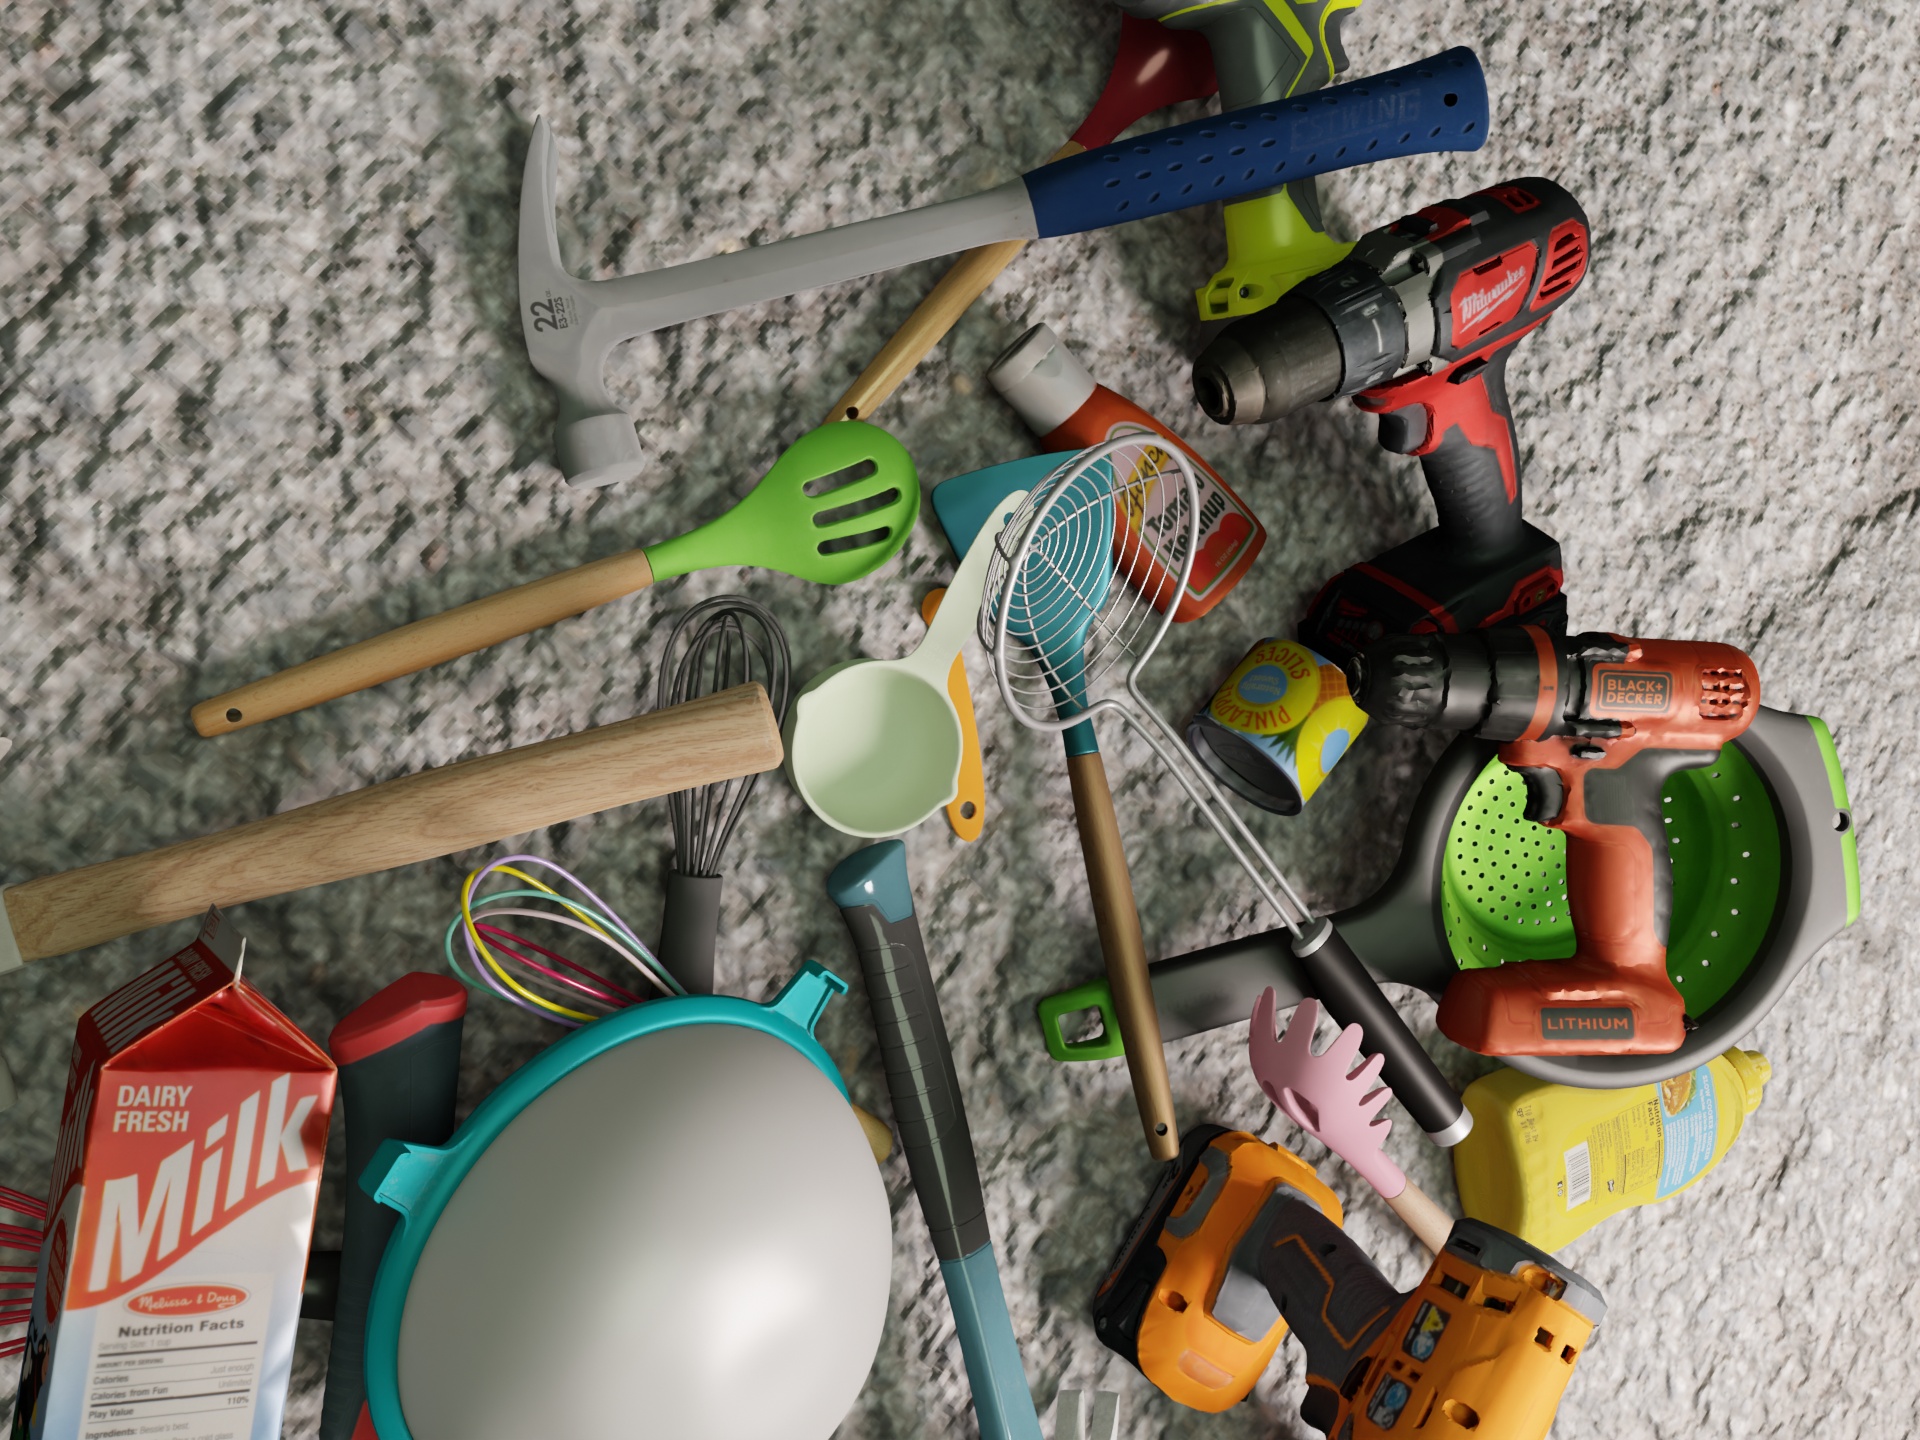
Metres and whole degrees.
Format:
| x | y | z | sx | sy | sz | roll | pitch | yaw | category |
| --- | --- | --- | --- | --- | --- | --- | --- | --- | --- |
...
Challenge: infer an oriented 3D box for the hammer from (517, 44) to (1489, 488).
| x | y | z | sx | sy | sz | roll | pitch | yaw | category |
| --- | --- | --- | --- | --- | --- | --- | --- | --- | --- |
| 0.017 | -0.215 | 0.655 | 0.405 | 0.035 | 0.144 | -15 | 95 | -3 | hammer |

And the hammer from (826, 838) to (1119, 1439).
| x | y | z | sx | sy | sz | roll | pitch | yaw | category |
| --- | --- | --- | --- | --- | --- | --- | --- | --- | --- |
| -0.002 | 0.216 | 0.690 | 0.128 | 0.033 | 0.331 | -12 | 88 | -54 | hammer |

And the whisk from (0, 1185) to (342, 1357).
| x | y | z | sx | sy | sz | roll | pitch | yaw | category |
| --- | --- | --- | --- | --- | --- | --- | --- | --- | --- |
| -0.298 | 0.206 | 0.584 | 0.295 | 0.073 | 0.073 | 13 | 85 | -28 | whisk |

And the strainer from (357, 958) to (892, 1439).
| x | y | z | sx | sy | sz | roll | pitch | yaw | category |
| --- | --- | --- | --- | --- | --- | --- | --- | --- | --- |
| -0.093 | 0.274 | 0.595 | 0.211 | 0.095 | 0.340 | -18 | 115 | -39 | strainer |

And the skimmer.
| x | y | z | sx | sy | sz | roll | pitch | yaw | category |
| --- | --- | --- | --- | --- | --- | --- | --- | --- | --- |
| 0.133 | 0.047 | 0.673 | 0.127 | 0.090 | 0.363 | -43 | 103 | -25 | skimmer |

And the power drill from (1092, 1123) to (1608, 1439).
| x | y | z | sx | sy | sz | roll | pitch | yaw | category |
| --- | --- | --- | --- | --- | --- | --- | --- | --- | --- |
| 0.146 | 0.269 | 0.665 | 0.084 | 0.226 | 0.164 | 36 | 78 | -18 | power drill |

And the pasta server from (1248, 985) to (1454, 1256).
| x | y | z | sx | sy | sz | roll | pitch | yaw | category |
| --- | --- | --- | --- | --- | --- | --- | --- | --- | --- |
| 0.221 | 0.226 | 0.760 | 0.316 | 0.060 | 0.040 | 47 | 67 | -34 | pasta server |

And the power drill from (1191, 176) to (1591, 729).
| x | y | z | sx | sy | sz | roll | pitch | yaw | category |
| --- | --- | --- | --- | --- | --- | --- | --- | --- | --- |
| 0.193 | -0.109 | 0.711 | 0.188 | 0.080 | 0.226 | -27 | 129 | -18 | power drill |

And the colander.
| x | y | z | sx | sy | sz | roll | pitch | yaw | category |
| --- | --- | --- | --- | --- | --- | --- | --- | --- | --- |
| 0.227 | 0.090 | 0.784 | 0.397 | 0.094 | 0.204 | -15 | 98 | -3 | colander |

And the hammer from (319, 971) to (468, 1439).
| x | y | z | sx | sy | sz | roll | pitch | yaw | category |
| --- | --- | --- | --- | --- | --- | --- | --- | --- | --- |
| -0.208 | 0.285 | 0.596 | 0.143 | 0.038 | 0.386 | 7 | 97 | -24 | hammer |

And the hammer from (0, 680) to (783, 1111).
| x | y | z | sx | sy | sz | roll | pitch | yaw | category |
| --- | --- | --- | --- | --- | --- | --- | --- | --- | --- |
| -0.231 | 0.041 | 0.594 | 0.331 | 0.031 | 0.130 | -16 | 95 | -11 | hammer |

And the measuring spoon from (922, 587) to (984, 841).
| x | y | z | sx | sy | sz | roll | pitch | yaw | category |
| --- | --- | --- | --- | --- | --- | --- | --- | --- | --- |
| -0.001 | -0.002 | 0.722 | 0.021 | 0.011 | 0.117 | -8 | 93 | -22 | measuring spoon |

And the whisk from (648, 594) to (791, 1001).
| x | y | z | sx | sy | sz | roll | pitch | yaw | category |
| --- | --- | --- | --- | --- | --- | --- | --- | --- | --- |
| -0.108 | 0.066 | 0.665 | 0.055 | 0.055 | 0.239 | 7 | 92 | -22 | whisk |

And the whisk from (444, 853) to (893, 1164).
| x | y | z | sx | sy | sz | roll | pitch | yaw | category |
| --- | --- | --- | --- | --- | --- | --- | --- | --- | --- |
| -0.106 | 0.128 | 0.628 | 0.051 | 0.047 | 0.244 | -49 | 129 | -4 | whisk |

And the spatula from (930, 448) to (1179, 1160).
| x | y | z | sx | sy | sz | roll | pitch | yaw | category |
| --- | --- | --- | --- | --- | --- | --- | --- | --- | --- |
| 0.059 | 0.041 | 0.713 | 0.082 | 0.044 | 0.317 | -12 | 86 | 2 | spatula |

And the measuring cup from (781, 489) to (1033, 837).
| x | y | z | sx | sy | sz | roll | pitch | yaw | category |
| --- | --- | --- | --- | --- | --- | --- | --- | --- | --- |
| -0.018 | -0.029 | 0.695 | 0.083 | 0.038 | 0.167 | 33 | 83 | -21 | measuring cup |

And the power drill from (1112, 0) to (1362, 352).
| x | y | z | sx | sy | sz | roll | pitch | yaw | category |
| --- | --- | --- | --- | --- | --- | --- | --- | --- | --- |
| 0.171 | -0.286 | 0.737 | 0.190 | 0.080 | 0.228 | -19 | 106 | -23 | power drill |

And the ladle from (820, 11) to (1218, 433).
| x | y | z | sx | sy | sz | roll | pitch | yaw | category |
| --- | --- | --- | --- | --- | --- | --- | --- | --- | --- |
| 0.037 | -0.244 | 0.732 | 0.069 | 0.031 | 0.315 | 43 | 77 | -18 | ladle |

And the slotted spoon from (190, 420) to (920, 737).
| x | y | z | sx | sy | sz | roll | pitch | yaw | category |
| --- | --- | --- | --- | --- | --- | --- | --- | --- | --- |
| -0.153 | -0.053 | 0.654 | 0.313 | 0.031 | 0.070 | -22 | 113 | -18 | slotted spoon |
